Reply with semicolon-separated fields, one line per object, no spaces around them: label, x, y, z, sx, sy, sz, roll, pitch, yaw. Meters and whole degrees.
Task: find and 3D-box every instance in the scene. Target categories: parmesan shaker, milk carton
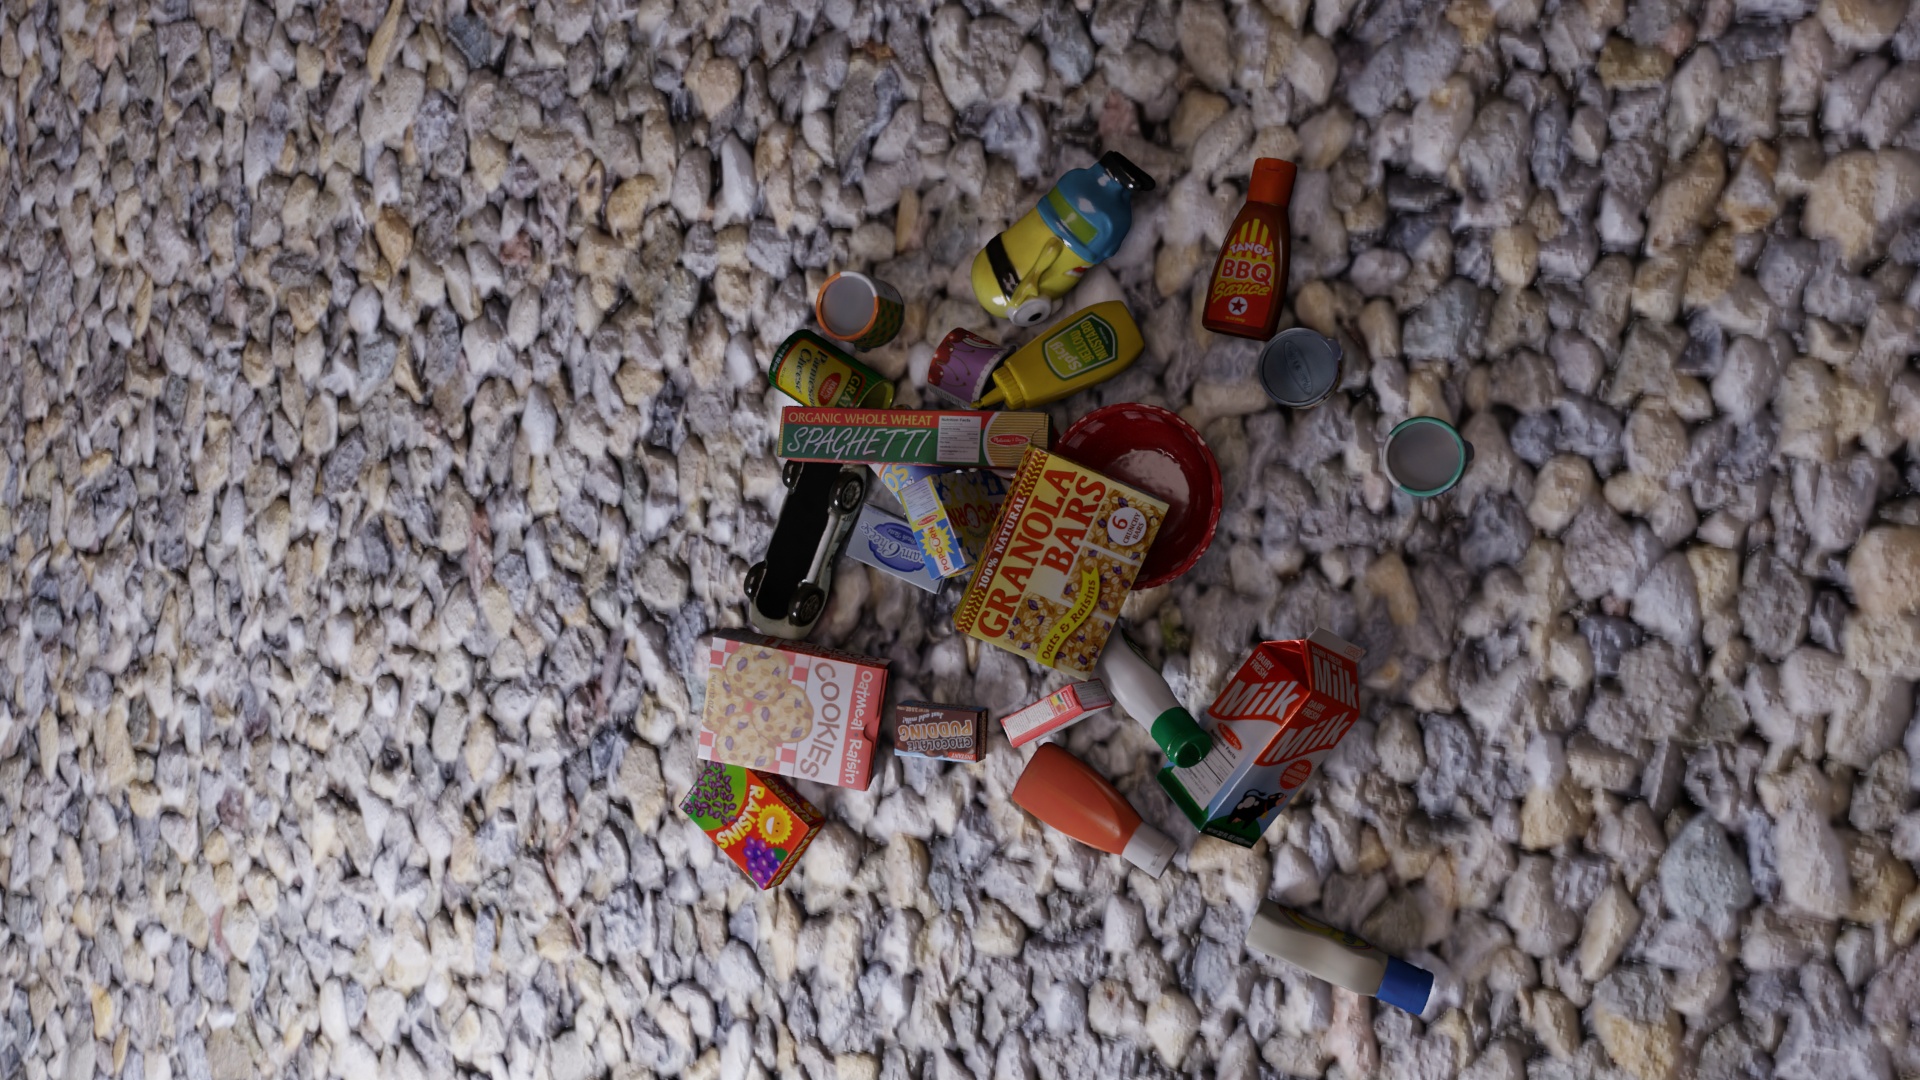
parmesan shaker;-0.123;-0.145;1.311;0.103;0.071;0.071;33;102;18
milk carton;0.256;0.155;1.147;0.190;0.072;0.074;-55;38;13

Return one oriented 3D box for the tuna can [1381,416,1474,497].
tuna can;0.381;-0.068;1.132;0.071;0.033;0.071;0;91;22

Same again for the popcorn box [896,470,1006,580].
popcorn box;0.004;-0.015;1.229;0.038;0.127;0.085;-25;82;28

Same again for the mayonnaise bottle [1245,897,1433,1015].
mayonnaise bottle;0.312;0.344;1.147;0.148;0.065;0.041;20;94;16

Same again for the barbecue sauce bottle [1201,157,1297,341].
barbecue sauce bottle;0.251;-0.247;1.177;0.065;0.044;0.148;14;95;23

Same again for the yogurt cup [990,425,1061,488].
yogurt cup;0.053;-0.082;1.249;0.072;0.054;0.072;0;90;21

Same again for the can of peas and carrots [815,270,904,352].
can of peas and carrots;-0.096;-0.214;1.304;0.071;0.059;0.071;0;90;22

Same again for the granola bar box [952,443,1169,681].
granola bar box;0.082;0.018;1.160;0.124;0.039;0.165;22;100;-8

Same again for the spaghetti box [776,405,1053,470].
spaghetti box;-0.042;-0.091;1.230;0.250;0.028;0.050;3;86;17

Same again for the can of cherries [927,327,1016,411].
can of cherries;0.012;-0.155;1.259;0.058;0.071;0.071;28;100;20

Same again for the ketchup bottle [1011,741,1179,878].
ketchup bottle;0.121;0.243;1.229;0.149;0.043;0.064;32;102;18

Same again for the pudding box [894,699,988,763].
pudding box;-0.018;0.178;1.290;0.084;0.030;0.049;3;92;22

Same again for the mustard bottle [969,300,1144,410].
mustard bottle;0.081;-0.151;1.214;0.160;0.048;0.065;-29;84;-4

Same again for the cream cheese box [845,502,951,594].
cream cheese box;-0.053;0.007;1.306;0.104;0.024;0.053;23;99;20

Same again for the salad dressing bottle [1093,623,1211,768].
salad dressing bottle;0.158;0.131;1.177;0.044;0.064;0.148;-37;44;-1

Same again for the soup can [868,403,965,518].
soup can;-0.049;-0.073;1.281;0.071;0.071;0.084;-44;75;16

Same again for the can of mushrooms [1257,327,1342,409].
can of mushrooms;0.288;-0.145;1.168;0.071;0.033;0.071;0;90;22

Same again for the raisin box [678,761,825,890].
raisin box;-0.204;0.267;1.358;0.123;0.040;0.086;40;103;18

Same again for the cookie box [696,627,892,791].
cookie box;-0.156;0.159;1.310;0.167;0.040;0.122;11;101;5
